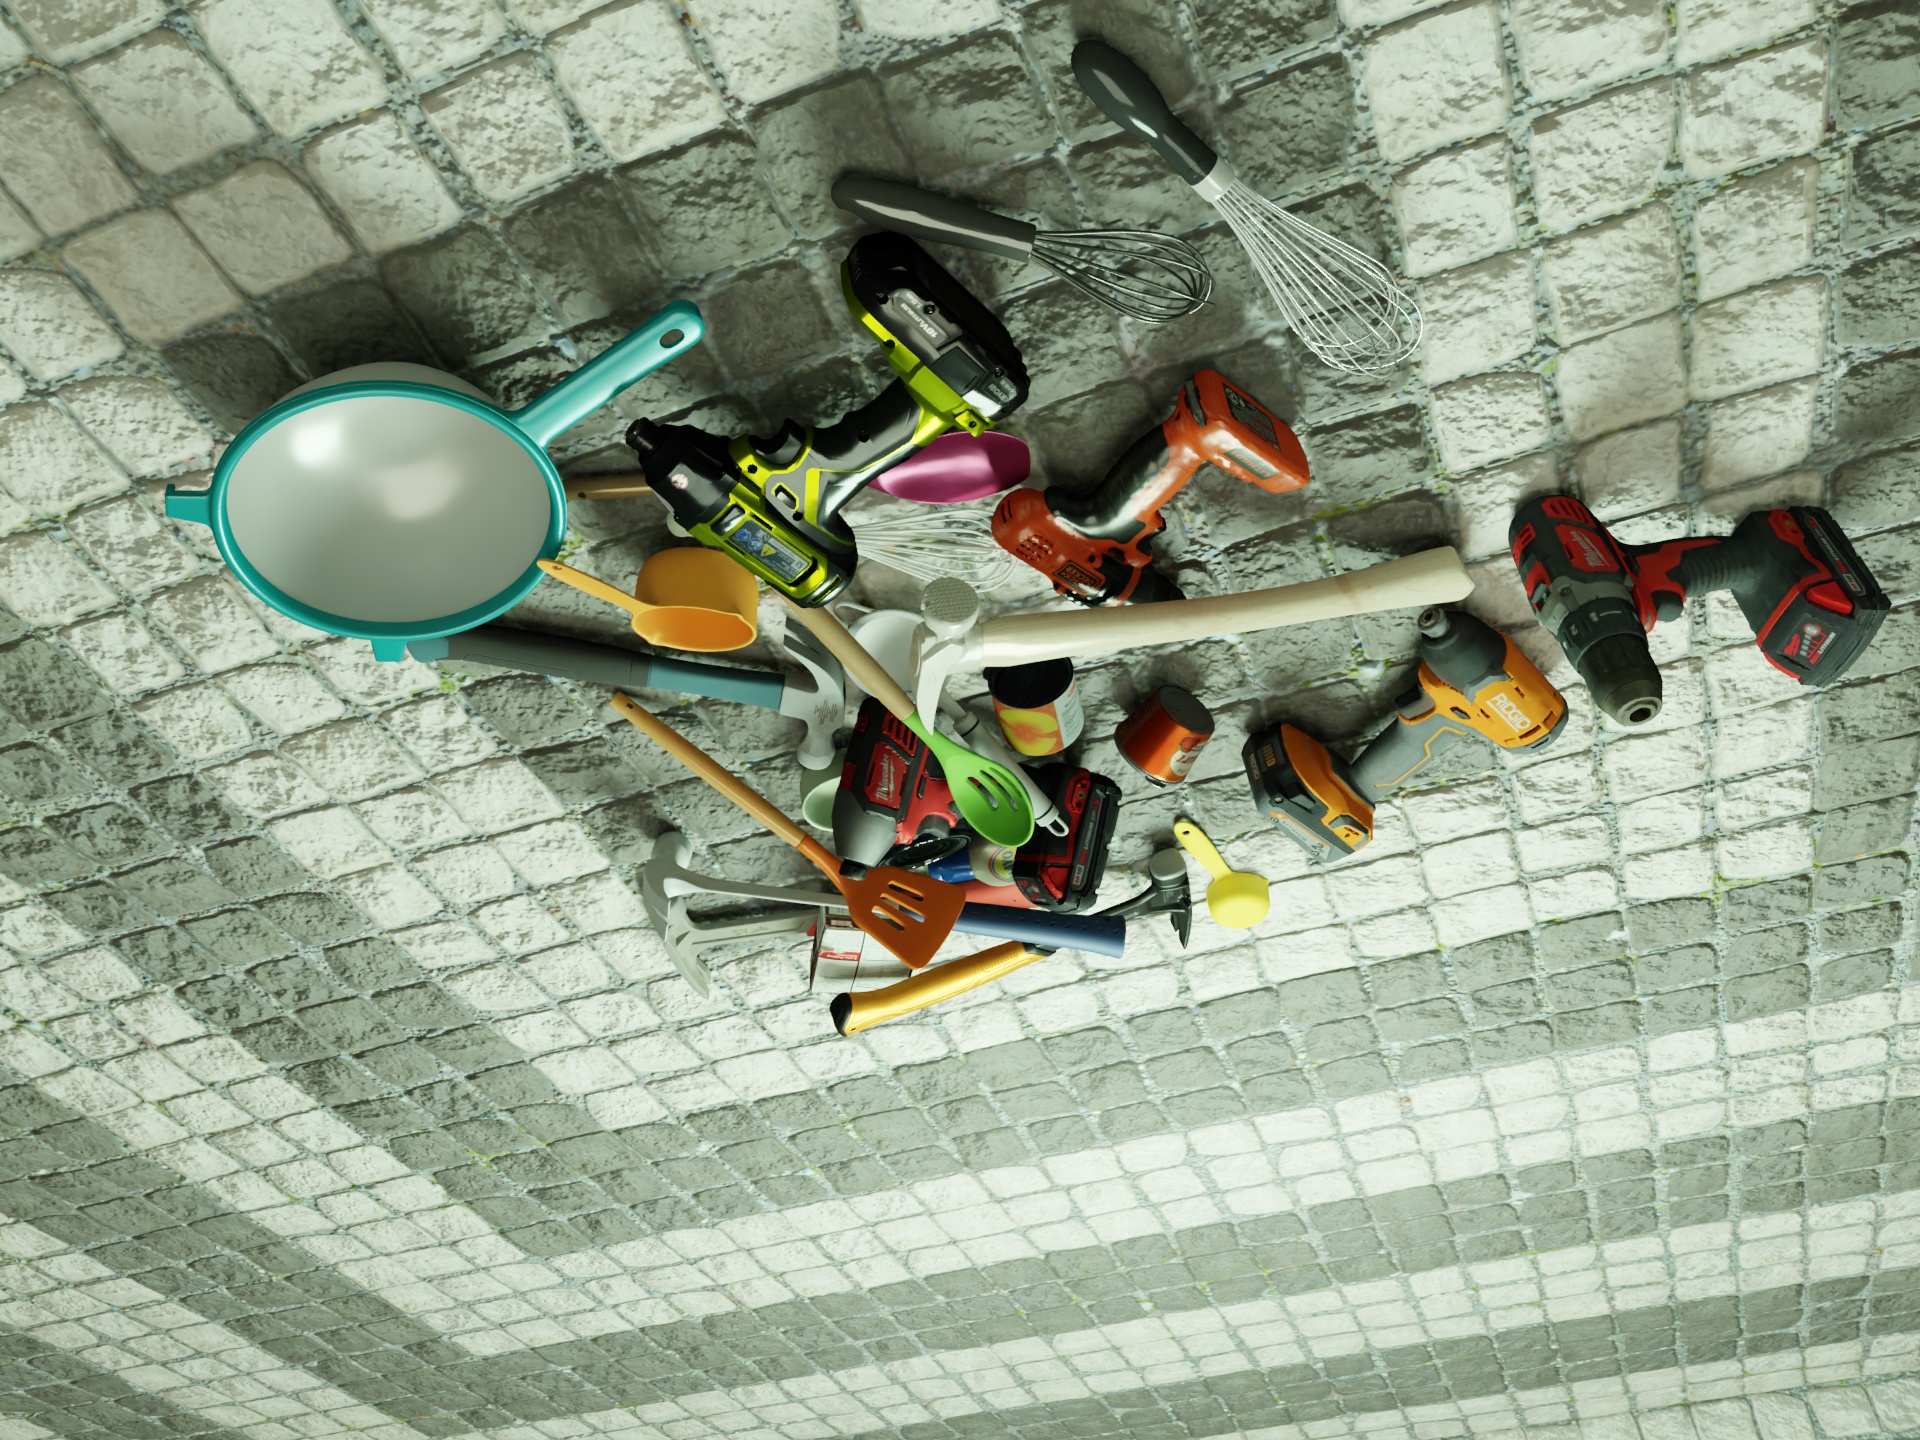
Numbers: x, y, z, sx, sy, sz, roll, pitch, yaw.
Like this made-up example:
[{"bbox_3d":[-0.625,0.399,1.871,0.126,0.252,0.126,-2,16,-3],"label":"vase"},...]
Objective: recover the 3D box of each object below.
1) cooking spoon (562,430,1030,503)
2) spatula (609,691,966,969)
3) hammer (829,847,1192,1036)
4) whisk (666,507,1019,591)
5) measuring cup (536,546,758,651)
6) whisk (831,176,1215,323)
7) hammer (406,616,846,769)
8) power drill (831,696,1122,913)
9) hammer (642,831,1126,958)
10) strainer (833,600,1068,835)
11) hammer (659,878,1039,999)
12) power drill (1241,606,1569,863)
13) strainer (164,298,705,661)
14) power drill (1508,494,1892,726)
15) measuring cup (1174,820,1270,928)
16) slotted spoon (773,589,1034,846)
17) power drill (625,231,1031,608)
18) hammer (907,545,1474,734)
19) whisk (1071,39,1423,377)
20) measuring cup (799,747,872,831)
[{"bbox_3d":[-0.112,-0.167,1.078,0.319,0.017,0.068,-4,146,2],"label":"cooking spoon"},{"bbox_3d":[-0.142,0.077,1.258,0.322,0.081,0.041,38,152,-9],"label":"spatula"},{"bbox_3d":[0.047,0.212,1.416,0.337,0.034,0.127,-20,140,-4],"label":"hammer"},{"bbox_3d":[-0.080,-0.128,1.105,0.246,0.058,0.059,6,102,-6],"label":"whisk"},{"bbox_3d":[-0.214,-0.099,1.094,0.095,0.052,0.173,-13,154,40],"label":"measuring cup"},{"bbox_3d":[0.040,-0.281,0.940,0.239,0.055,0.055,12,136,-10],"label":"whisk"},{"bbox_3d":[-0.248,-0.038,1.200,0.331,0.033,0.128,9,133,-10],"label":"hammer"},{"bbox_3d":[0.006,0.077,1.256,0.219,0.143,0.078,18,170,-19],"label":"power drill"},{"bbox_3d":[-0.063,0.159,1.326,0.405,0.144,0.035,8,108,-4],"label":"hammer"},{"bbox_3d":[-0.002,-0.004,1.200,0.087,0.050,0.258,-32,109,31],"label":"strainer"},{"bbox_3d":[-0.094,0.182,1.447,0.359,0.037,0.149,-9,137,8],"label":"hammer"},{"bbox_3d":[0.335,0.005,1.238,0.226,0.084,0.164,-35,128,25],"label":"power drill"},{"bbox_3d":[-0.310,-0.187,1.007,0.340,0.095,0.210,-30,140,12],"label":"strainer"},{"bbox_3d":[0.501,-0.073,1.081,0.226,0.188,0.080,1,138,-9],"label":"power drill"},{"bbox_3d":[0.228,0.139,1.413,0.062,0.029,0.156,-23,135,22],"label":"measuring cup"},{"bbox_3d":[-0.054,-0.024,1.162,0.313,0.031,0.070,46,137,-16],"label":"slotted spoon"},{"bbox_3d":[-0.083,-0.186,0.988,0.223,0.080,0.171,-39,127,22],"label":"power drill"},{"bbox_3d":[0.165,-0.067,1.118,0.410,0.038,0.146,-9,150,-13],"label":"hammer"},{"bbox_3d":[0.169,-0.295,0.925,0.284,0.070,0.070,34,127,-27],"label":"whisk"},{"bbox_3d":[-0.051,0.047,1.308,0.167,0.038,0.083,-9,142,-11],"label":"measuring cup"}]
